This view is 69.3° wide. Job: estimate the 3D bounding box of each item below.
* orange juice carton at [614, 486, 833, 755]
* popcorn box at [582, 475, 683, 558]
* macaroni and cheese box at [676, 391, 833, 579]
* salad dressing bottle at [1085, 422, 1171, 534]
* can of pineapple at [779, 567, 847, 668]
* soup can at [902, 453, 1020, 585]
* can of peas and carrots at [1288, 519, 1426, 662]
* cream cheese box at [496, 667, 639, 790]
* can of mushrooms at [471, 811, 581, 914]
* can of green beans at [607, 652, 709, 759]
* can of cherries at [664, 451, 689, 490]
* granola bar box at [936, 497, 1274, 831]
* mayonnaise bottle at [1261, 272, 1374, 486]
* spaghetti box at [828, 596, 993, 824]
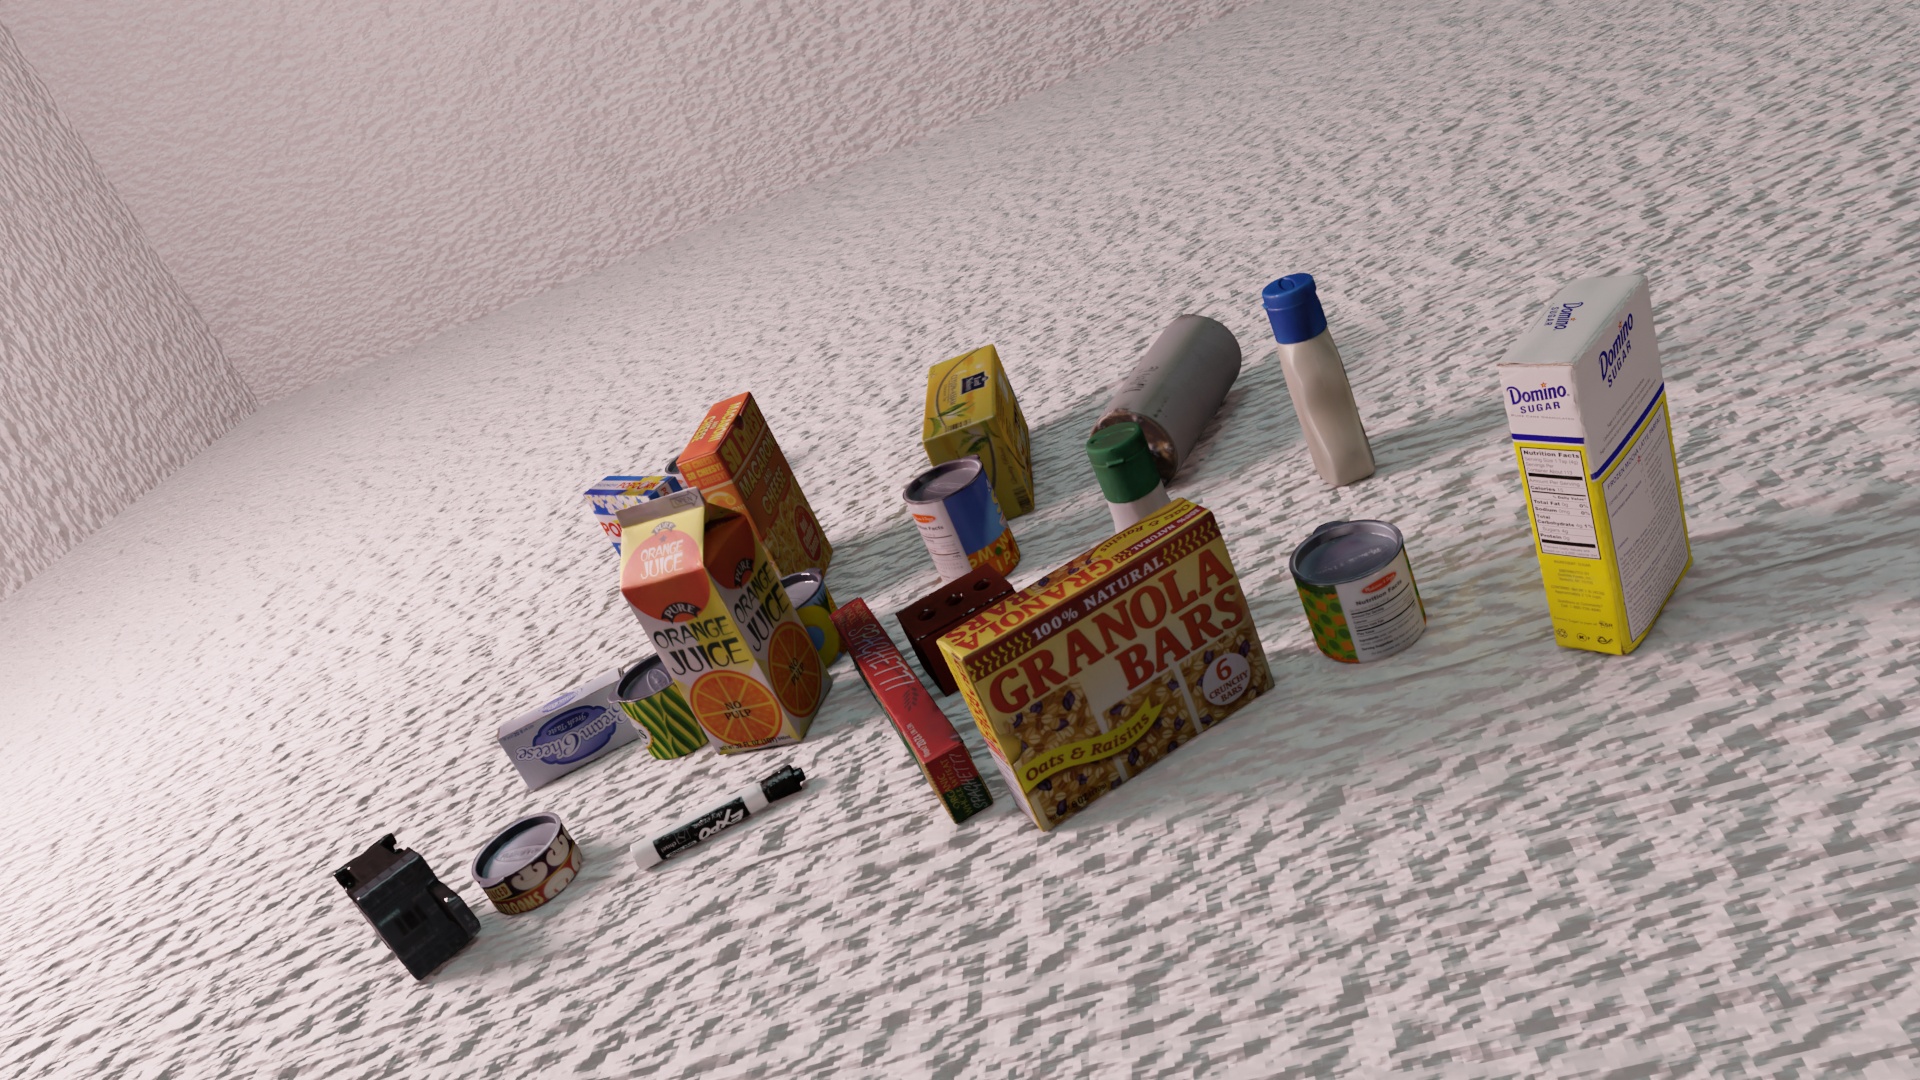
[{"bbox_3d":[-0.169,0.051,0.970,0.071,0.192,0.073,-13,26,24],"label":"orange juice carton"},{"bbox_3d":[-0.310,-0.020,1.374,0.126,0.085,0.038,3,36,46],"label":"popcorn box"},{"bbox_3d":[-0.166,-0.025,1.154,0.040,0.166,0.124,-18,25,15],"label":"macaroni and cheese box"},{"bbox_3d":[0.120,-0.003,0.869,0.064,0.147,0.044,-16,25,19],"label":"salad dressing bottle"},{"bbox_3d":[-0.122,0.064,1.065,0.071,0.057,0.071,-20,24,10],"label":"can of pineapple"},{"bbox_3d":[0.004,-0.013,1.075,0.071,0.083,0.071,-20,24,10],"label":"soup can"},{"bbox_3d":[0.231,0.028,0.812,0.071,0.058,0.071,-20,24,10],"label":"can of peas and carrots"},{"bbox_3d":[-0.295,0.144,1.065,0.104,0.053,0.024,-27,24,-6],"label":"cream cheese box"},{"bbox_3d":[-0.293,0.219,0.937,0.071,0.033,0.071,-20,25,10],"label":"can of mushrooms"},{"bbox_3d":[-0.215,0.121,1.035,0.071,0.057,0.071,-20,24,10],"label":"can of green beans"},{"bbox_3d":[-0.265,-0.065,1.456,0.071,0.058,0.072,-20,24,10],"label":"can of cherries"},{"bbox_3d":[0.086,0.069,0.783,0.166,0.123,0.039,-30,24,-12],"label":"granola bar box"},{"bbox_3d":[0.250,-0.114,0.974,0.041,0.147,0.065,-21,24,9],"label":"mayonnaise bottle"},{"bbox_3d":[-0.038,0.104,0.917,0.029,0.050,0.250,-28,25,-8],"label":"spaghetti box"}]
